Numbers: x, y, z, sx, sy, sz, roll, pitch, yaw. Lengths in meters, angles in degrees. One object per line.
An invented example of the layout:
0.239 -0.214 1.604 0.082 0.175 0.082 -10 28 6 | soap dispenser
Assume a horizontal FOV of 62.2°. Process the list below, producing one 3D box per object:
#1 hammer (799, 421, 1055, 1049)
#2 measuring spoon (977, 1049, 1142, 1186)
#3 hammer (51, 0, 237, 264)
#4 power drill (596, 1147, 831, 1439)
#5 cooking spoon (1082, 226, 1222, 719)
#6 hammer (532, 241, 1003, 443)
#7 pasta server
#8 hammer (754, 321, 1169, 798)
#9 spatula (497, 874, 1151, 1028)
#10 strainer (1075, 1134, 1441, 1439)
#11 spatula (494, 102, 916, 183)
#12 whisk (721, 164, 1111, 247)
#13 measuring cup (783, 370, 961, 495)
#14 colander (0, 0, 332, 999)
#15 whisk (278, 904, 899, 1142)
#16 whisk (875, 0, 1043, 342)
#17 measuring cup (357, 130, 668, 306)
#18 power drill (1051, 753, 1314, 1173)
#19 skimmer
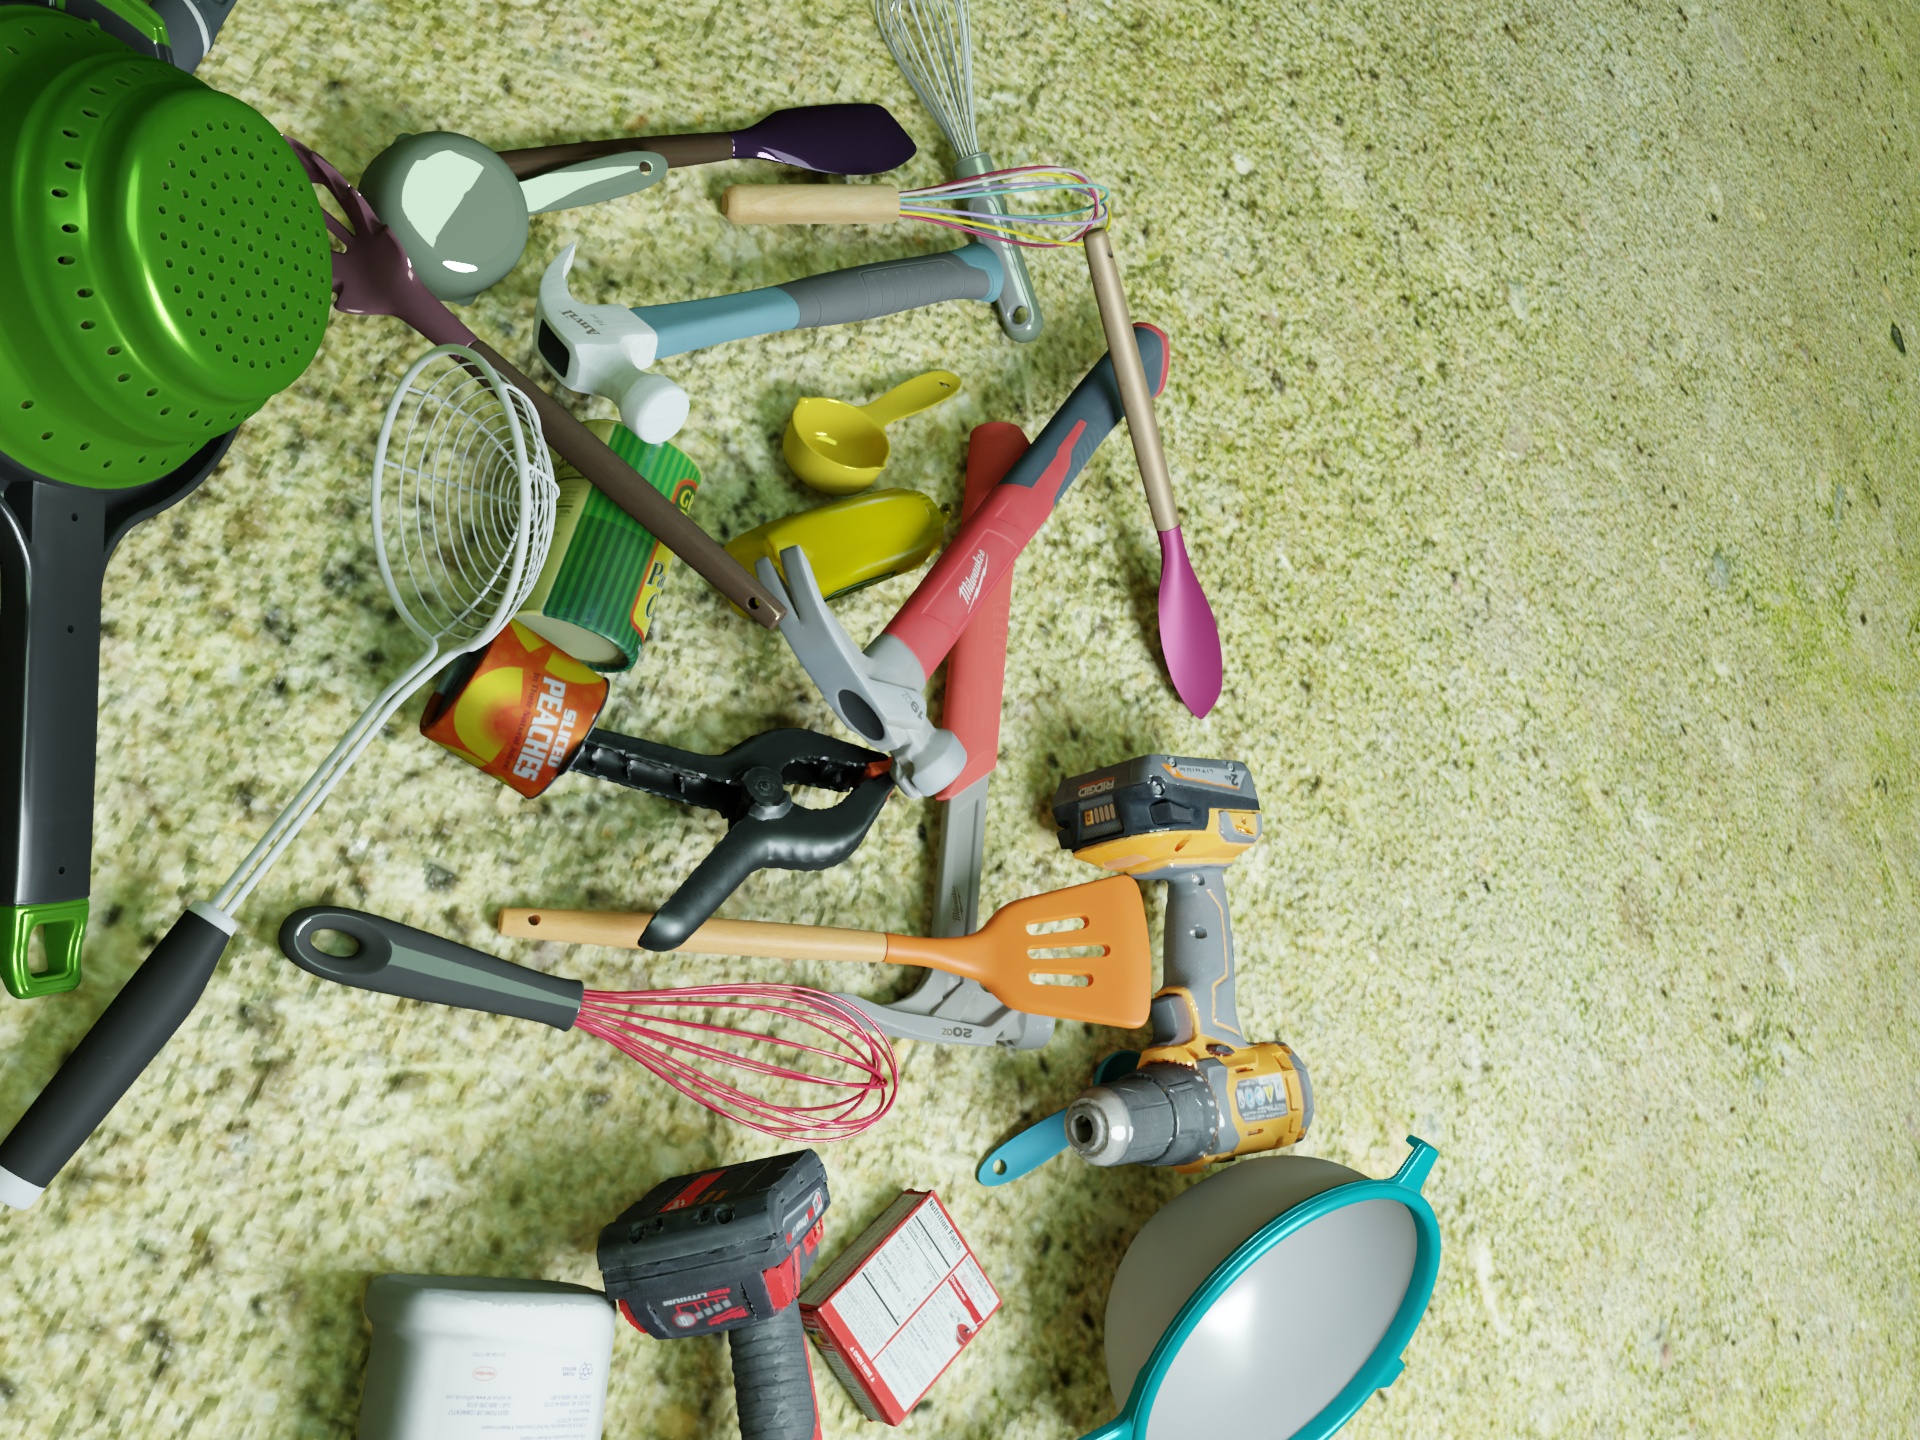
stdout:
-0.001 -0.003 0.888 0.149 0.037 0.359 17 69 -33 | hammer
0.057 0.226 0.891 0.128 0.021 0.042 -24 89 -30 | measuring spoon
-0.342 -0.331 0.712 0.149 0.036 0.409 32 61 -26 | hammer
-0.084 0.309 0.682 0.078 0.143 0.220 -14 86 6 | power drill
0.119 -0.140 0.961 0.069 0.017 0.318 -48 129 -42 | cooking spoon
-0.086 -0.222 0.854 0.128 0.033 0.331 39 40 21 | hammer
-0.203 -0.147 0.712 0.316 0.060 0.040 41 17 0 | pasta server
0.026 -0.134 0.883 0.143 0.038 0.386 55 45 -22 | hammer
-0.058 0.106 0.774 0.322 0.041 0.081 7 67 -23 | spatula
0.098 0.331 0.841 0.340 0.095 0.210 -18 124 -24 | strainer
-0.147 -0.308 0.863 0.316 0.018 0.060 -22 69 -38 | spatula
-0.018 -0.297 0.921 0.245 0.051 0.047 -8 100 -24 | whisk
-0.045 -0.168 0.905 0.062 0.029 0.156 40 39 8 | measuring cup
-0.308 -0.093 0.594 0.204 0.094 0.397 3 89 -75 | colander
-0.157 0.134 0.723 0.295 0.073 0.073 21 66 -25 | whisk
0.004 -0.352 0.977 0.059 0.058 0.246 -36 108 -71 | whisk
-0.208 -0.257 0.775 0.167 0.038 0.083 -28 110 -31 | measuring cup
0.113 0.137 0.889 0.185 0.084 0.226 5 71 -46 | power drill
-0.279 0.012 0.628 0.363 0.127 0.090 -59 134 -21 | skimmer
